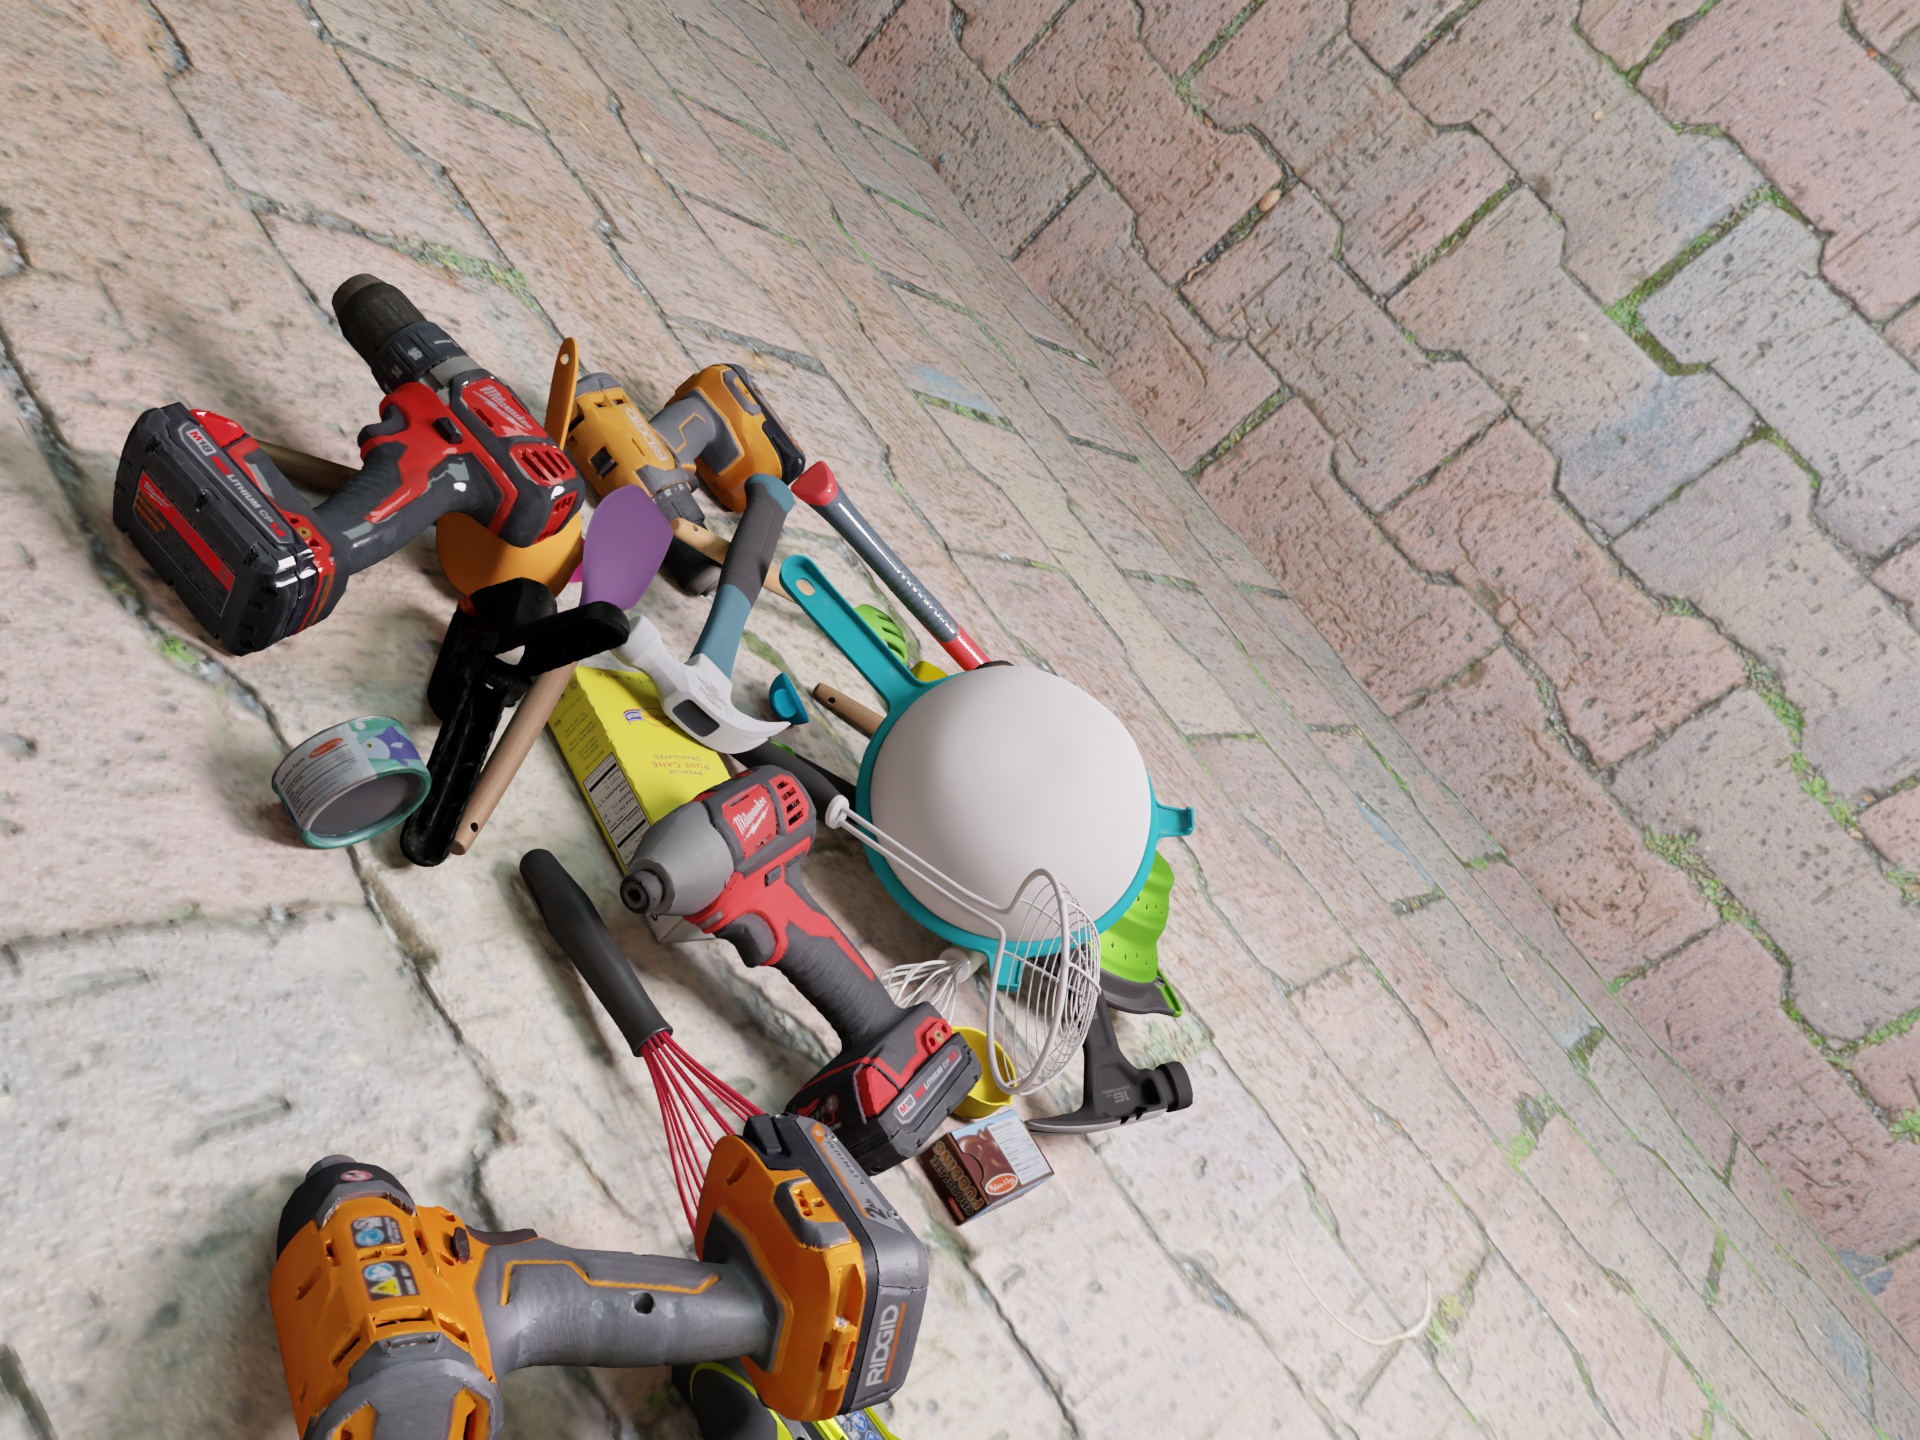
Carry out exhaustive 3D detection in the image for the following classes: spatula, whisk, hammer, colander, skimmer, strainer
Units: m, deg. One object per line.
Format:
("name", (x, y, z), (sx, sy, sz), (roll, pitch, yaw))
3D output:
("spatula", (0.014, 0.056, 1.293), (0.317, 0.082, 0.044), (32, 12, -21))
("whisk", (-0.144, 0.177, 0.797), (0.296, 0.073, 0.073), (50, 22, 22))
("hammer", (0.055, 0.114, 1.095), (0.127, 0.034, 0.337), (-6, 68, -23))
("colander", (0.029, 0.082, 1.174), (0.396, 0.094, 0.205), (31, 12, -22))
("whisk", (-0.007, 0.168, 1.076), (0.058, 0.059, 0.246), (23, 14, 14))
("spatula", (-0.233, -0.040, 0.935), (0.059, 0.018, 0.316), (54, 33, -31))
("hammer", (-0.005, -0.068, 1.371), (0.386, 0.038, 0.143), (48, -1, -14))
("hammer", (-0.156, -0.091, 1.104), (0.128, 0.033, 0.331), (49, 23, -24))
("skimmer", (-0.054, 0.089, 0.972), (0.364, 0.127, 0.090), (32, 26, 33))
("strainer", (-0.002, -0.003, 1.062), (0.211, 0.095, 0.340), (-38, 79, -25))

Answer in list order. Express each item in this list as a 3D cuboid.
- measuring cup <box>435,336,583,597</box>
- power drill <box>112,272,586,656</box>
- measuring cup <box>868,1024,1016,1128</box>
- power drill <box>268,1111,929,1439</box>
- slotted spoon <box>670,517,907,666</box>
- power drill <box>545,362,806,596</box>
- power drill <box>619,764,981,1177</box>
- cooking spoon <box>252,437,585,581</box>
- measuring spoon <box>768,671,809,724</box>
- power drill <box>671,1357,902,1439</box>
("measuring cup", (-0.275, -0.155, 0.983), (0.095, 0.173, 0.052), (20, 11, 32))
("power drill", (-0.339, -0.151, 0.868), (0.188, 0.080, 0.227), (48, 42, 3))
("measuring cup", (-0.022, 0.236, 0.972), (0.062, 0.029, 0.156), (51, 34, 14))
("power drill", (-0.146, 0.211, 0.617), (0.226, 0.084, 0.164), (4, 16, -32))
("slotted spoon", (-0.125, -0.098, 1.263), (0.313, 0.031, 0.070), (28, 41, -55))
("power drill", (-0.210, -0.197, 1.277), (0.185, 0.084, 0.226), (55, 27, -1))
("power drill", (-0.093, 0.137, 0.865), (0.219, 0.078, 0.143), (58, 30, 0))
("cooking spoon", (-0.350, -0.140, 1.006), (0.318, 0.017, 0.069), (14, 40, -54))
("measuring spoon", (-0.131, -0.010, 1.136), (0.042, 0.021, 0.128), (63, 2, -3))
("power drill", (-0.084, 0.337, 0.614), (0.171, 0.080, 0.223), (51, 19, 11))
